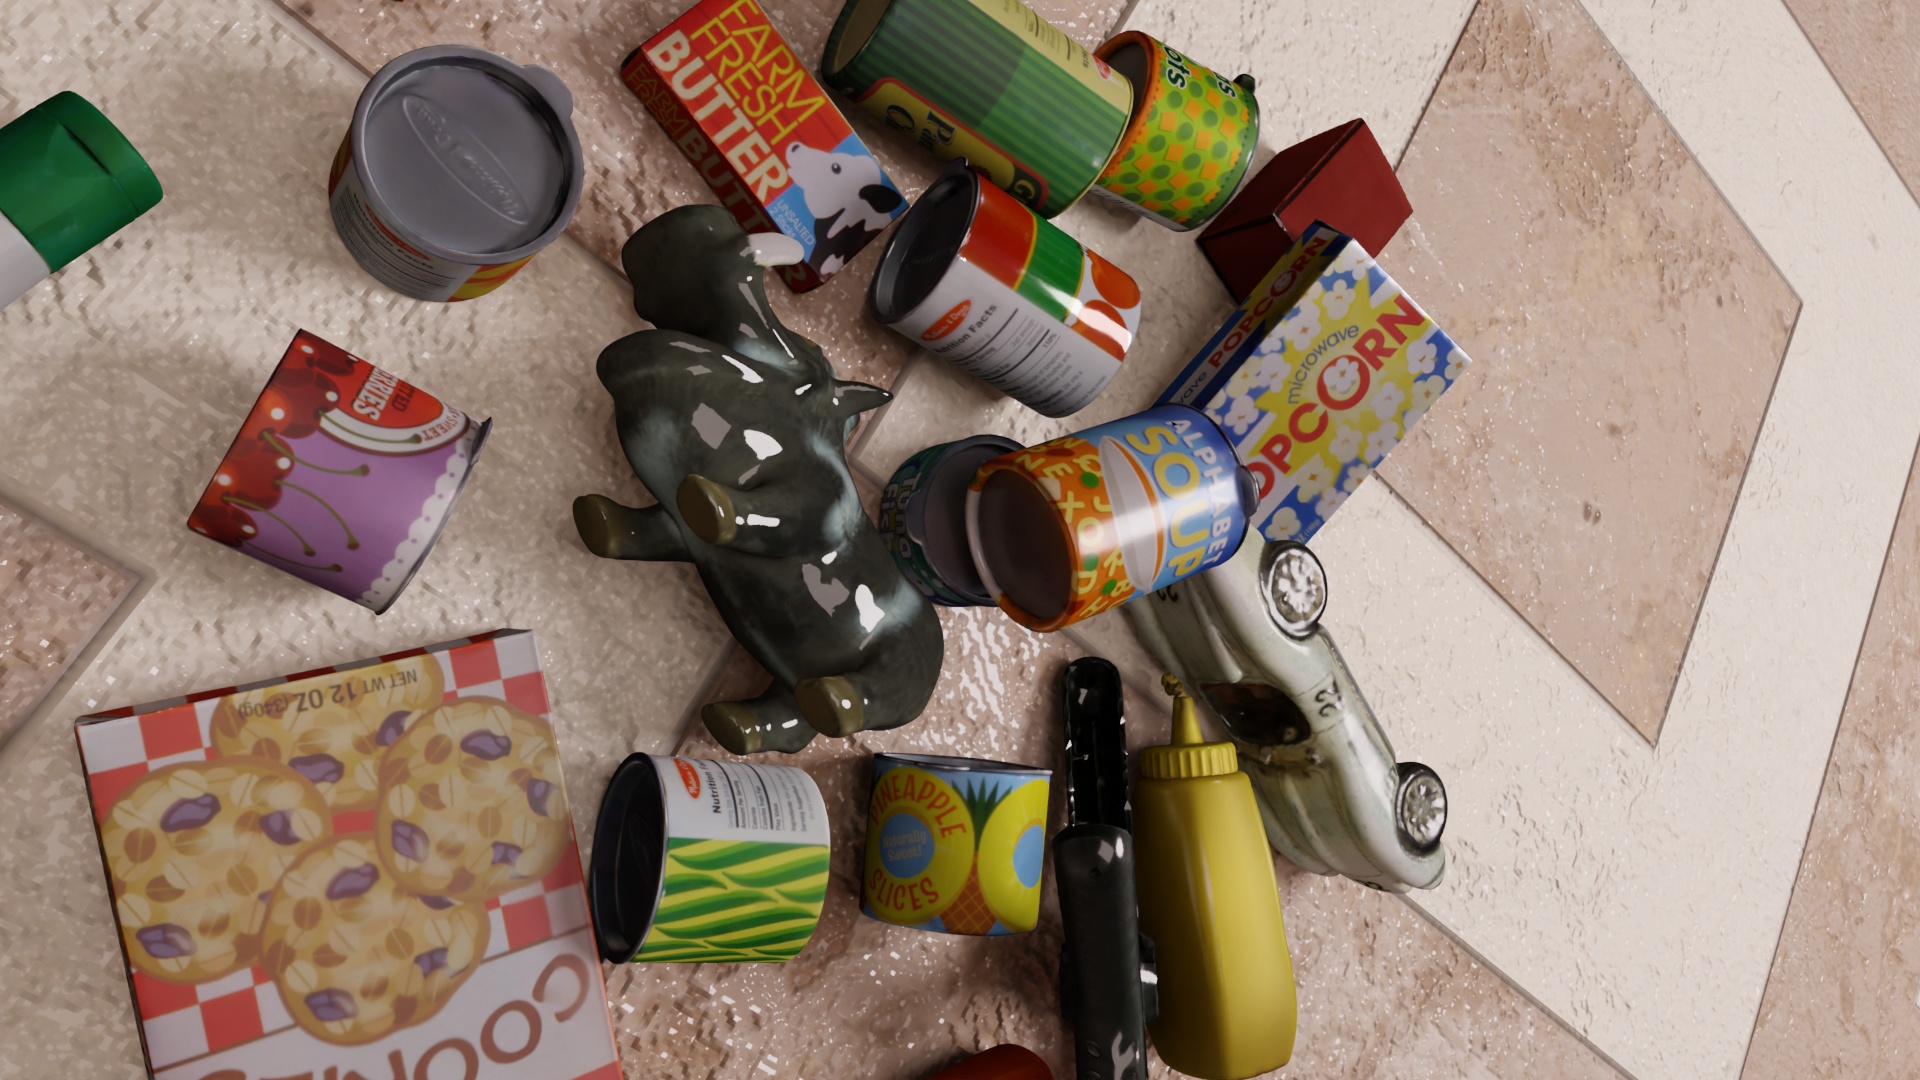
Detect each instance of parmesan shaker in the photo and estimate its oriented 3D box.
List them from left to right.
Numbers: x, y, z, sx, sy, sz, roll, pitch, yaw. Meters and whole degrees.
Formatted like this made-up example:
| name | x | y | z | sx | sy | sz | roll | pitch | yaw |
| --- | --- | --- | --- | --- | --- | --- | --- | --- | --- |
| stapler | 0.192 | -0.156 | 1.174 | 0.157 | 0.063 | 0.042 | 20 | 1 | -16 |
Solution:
| name | x | y | z | sx | sy | sz | roll | pitch | yaw |
| --- | --- | --- | --- | --- | --- | --- | --- | --- | --- |
| parmesan shaker | 0.005 | -0.178 | 0.536 | 0.103 | 0.071 | 0.071 | 26 | 73 | -26 |

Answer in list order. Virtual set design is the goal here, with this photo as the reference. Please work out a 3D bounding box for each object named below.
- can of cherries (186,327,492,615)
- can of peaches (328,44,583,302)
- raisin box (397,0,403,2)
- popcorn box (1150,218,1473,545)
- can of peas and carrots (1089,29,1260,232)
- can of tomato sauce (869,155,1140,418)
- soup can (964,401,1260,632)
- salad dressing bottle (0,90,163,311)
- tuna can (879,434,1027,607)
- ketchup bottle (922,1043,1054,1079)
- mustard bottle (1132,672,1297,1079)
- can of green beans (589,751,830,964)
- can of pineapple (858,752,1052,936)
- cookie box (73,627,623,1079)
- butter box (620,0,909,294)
| name | x | y | z | sx | sy | sz | roll | pitch | yaw |
| --- | --- | --- | --- | --- | --- | --- | --- | --- | --- |
| can of cherries | -0.180 | -0.022 | 0.406 | 0.058 | 0.071 | 0.071 | 30 | 72 | -25 |
| can of peaches | -0.157 | -0.113 | 0.434 | 0.071 | 0.058 | 0.071 | 3 | 84 | -31 |
| raisin box | -0.161 | -0.241 | 0.424 | 0.040 | 0.086 | 0.123 | 18 | 77 | -34 |
| popcorn box | 0.142 | -0.059 | 0.592 | 0.085 | 0.038 | 0.126 | 37 | 99 | -24 |
| can of peas and carrots | 0.082 | -0.172 | 0.578 | 0.059 | 0.071 | 0.071 | 17 | 78 | -29 |
| can of tomato sauce | 0.018 | -0.095 | 0.536 | 0.083 | 0.071 | 0.071 | 27 | 73 | -28 |
| soup can | 0.055 | -0.009 | 0.508 | 0.084 | 0.071 | 0.071 | -20 | 97 | -32 |
| salad dressing bottle | -0.283 | -0.062 | 0.360 | 0.148 | 0.044 | 0.064 | -49 | 112 | -25 |
| tuna can | 0.002 | -0.007 | 0.537 | 0.071 | 0.033 | 0.071 | 3 | 85 | -32 |
| ketchup bottle | -0.030 | 0.237 | 0.494 | 0.149 | 0.043 | 0.064 | -14 | 94 | -31 |
| mustard bottle | 0.099 | 0.134 | 0.570 | 0.049 | 0.065 | 0.160 | -2 | 83 | -28 |
| can of green beans | -0.083 | 0.105 | 0.457 | 0.058 | 0.071 | 0.071 | 11 | 81 | -31 |
| can of pineapple | -0.003 | 0.109 | 0.505 | 0.071 | 0.071 | 0.058 | 10 | 82 | -31 |
| cookie box | -0.176 | 0.120 | 0.414 | 0.123 | 0.040 | 0.167 | -12 | 93 | -32 |
| butter box | -0.070 | -0.147 | 0.509 | 0.103 | 0.024 | 0.053 | 51 | 63 | -19 |
